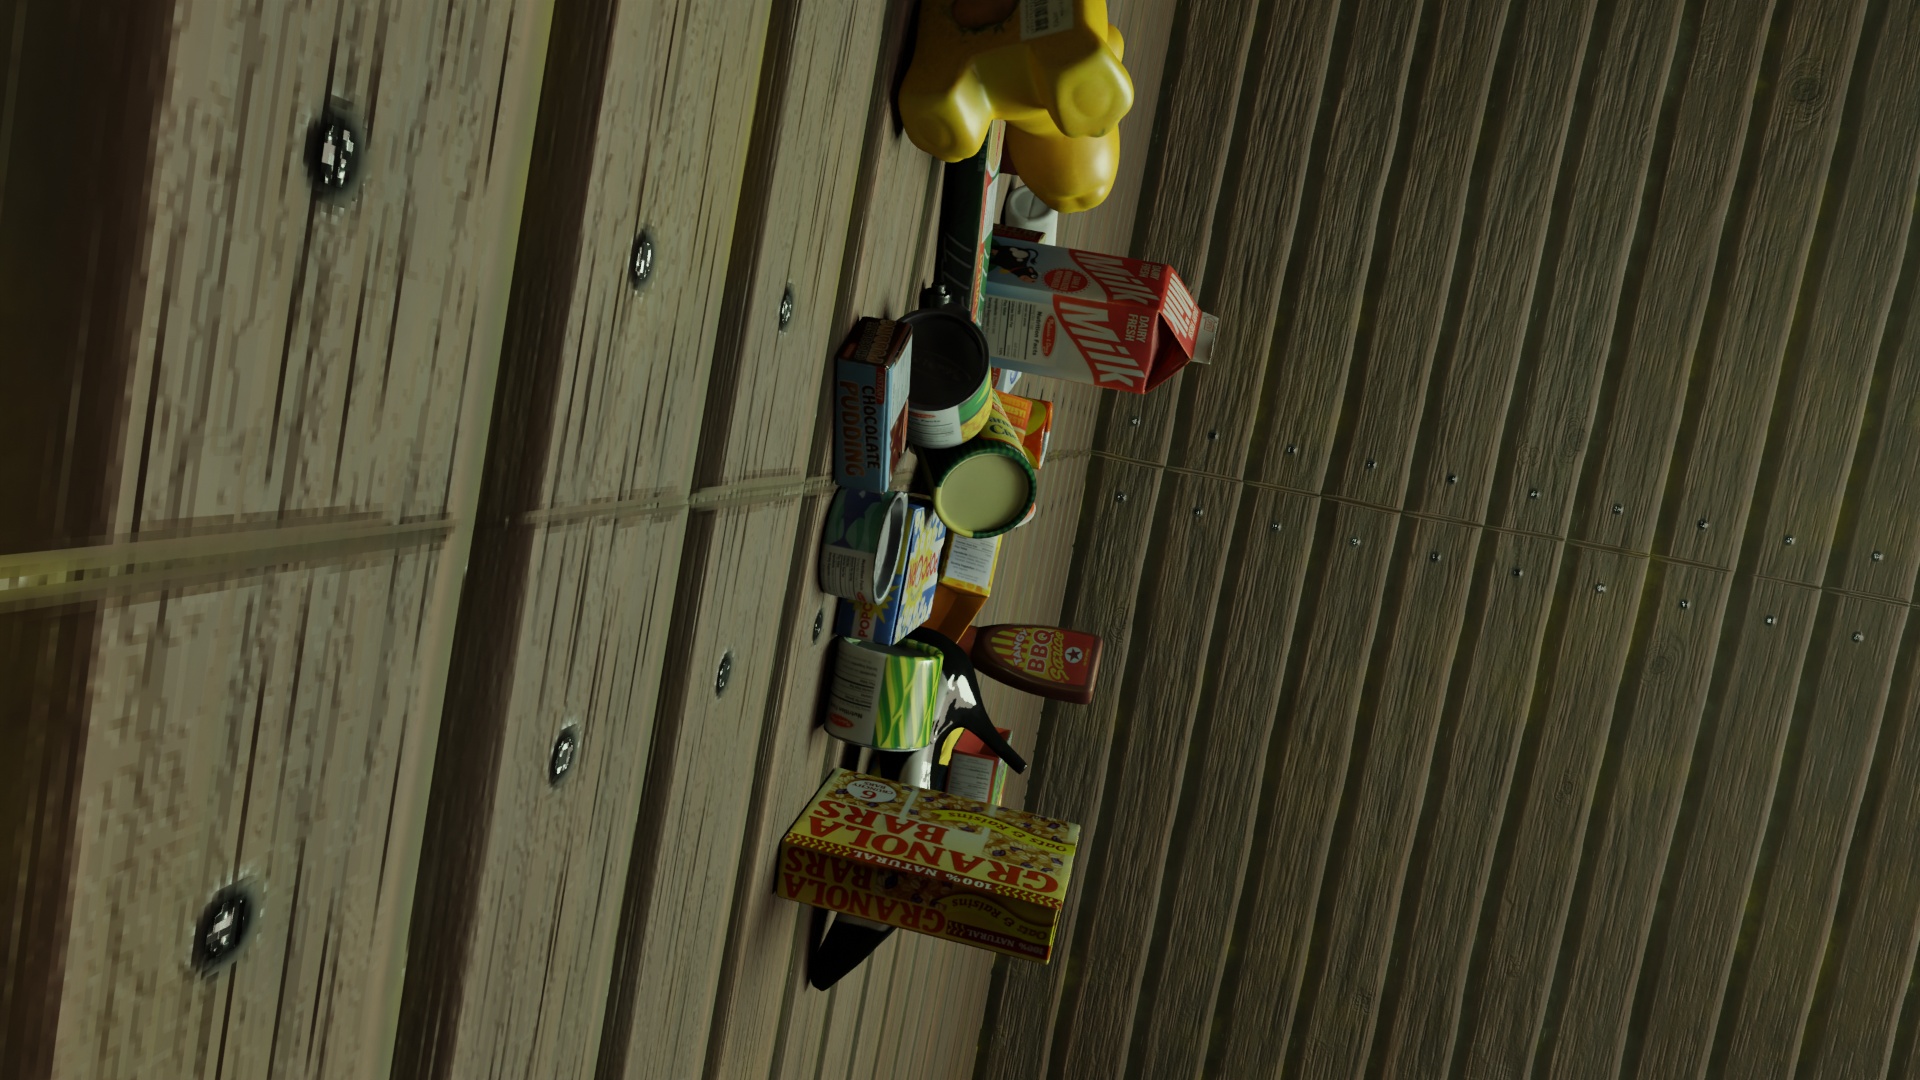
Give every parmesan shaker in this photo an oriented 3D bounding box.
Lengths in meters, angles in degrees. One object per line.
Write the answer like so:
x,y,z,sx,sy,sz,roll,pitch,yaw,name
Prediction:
0.008,-0.053,0.891,0.103,0.071,0.071,-111,-157,-56,parmesan shaker

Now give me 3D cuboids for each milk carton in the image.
0.091,-0.163,1.015,0.073,0.191,0.073,-69,168,-49,milk carton

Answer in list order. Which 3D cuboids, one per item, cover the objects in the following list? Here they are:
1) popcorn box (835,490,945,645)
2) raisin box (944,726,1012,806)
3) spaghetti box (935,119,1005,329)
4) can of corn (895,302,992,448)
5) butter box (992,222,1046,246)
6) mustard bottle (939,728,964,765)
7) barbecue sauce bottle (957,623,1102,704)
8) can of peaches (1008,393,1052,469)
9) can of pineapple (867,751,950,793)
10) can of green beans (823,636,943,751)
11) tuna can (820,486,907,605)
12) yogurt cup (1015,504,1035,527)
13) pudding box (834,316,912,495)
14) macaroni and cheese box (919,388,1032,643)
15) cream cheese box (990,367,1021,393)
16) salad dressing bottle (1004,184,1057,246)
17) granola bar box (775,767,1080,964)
-0.041,0.015,0.886,0.127,0.038,0.085,-26,126,-80,popcorn box
0.007,0.210,1.065,0.086,0.040,0.123,-41,140,-80,raisin box
0.002,-0.183,0.947,0.050,0.029,0.248,-64,163,-61,spaghetti box
-0.013,-0.097,0.820,0.058,0.071,0.071,81,21,-70,can of corn
0.034,-0.193,1.074,0.024,0.053,0.103,-64,163,-52,butter box
-0.027,0.167,1.156,0.160,0.049,0.065,71,31,-73,mustard bottle
0.049,0.102,1.238,0.043,0.148,0.065,88,16,-58,barbecue sauce bottle
0.053,-0.105,1.310,0.071,0.058,0.071,9,93,-82,can of peaches
-0.041,0.197,1.063,0.071,0.058,0.071,8,93,-82,can of pineapple
-0.047,0.092,0.851,0.071,0.071,0.057,-25,125,-80,can of green beans
-0.054,-0.001,0.790,0.071,0.033,0.071,9,93,-82,tuna can
0.032,-0.048,1.227,0.073,0.072,0.053,-67,157,-57,yogurt cup
-0.047,-0.073,0.752,0.050,0.030,0.083,-71,169,-51,pudding box
0.004,-0.013,1.038,0.123,0.040,0.167,121,-16,-60,macaroni and cheese box
0.040,-0.164,1.258,0.104,0.024,0.053,-59,160,-67,cream cheese box
0.061,-0.249,1.225,0.147,0.044,0.064,88,14,-63,salad dressing bottle
-0.016,0.196,0.854,0.124,0.166,0.039,-48,150,-75,granola bar box
